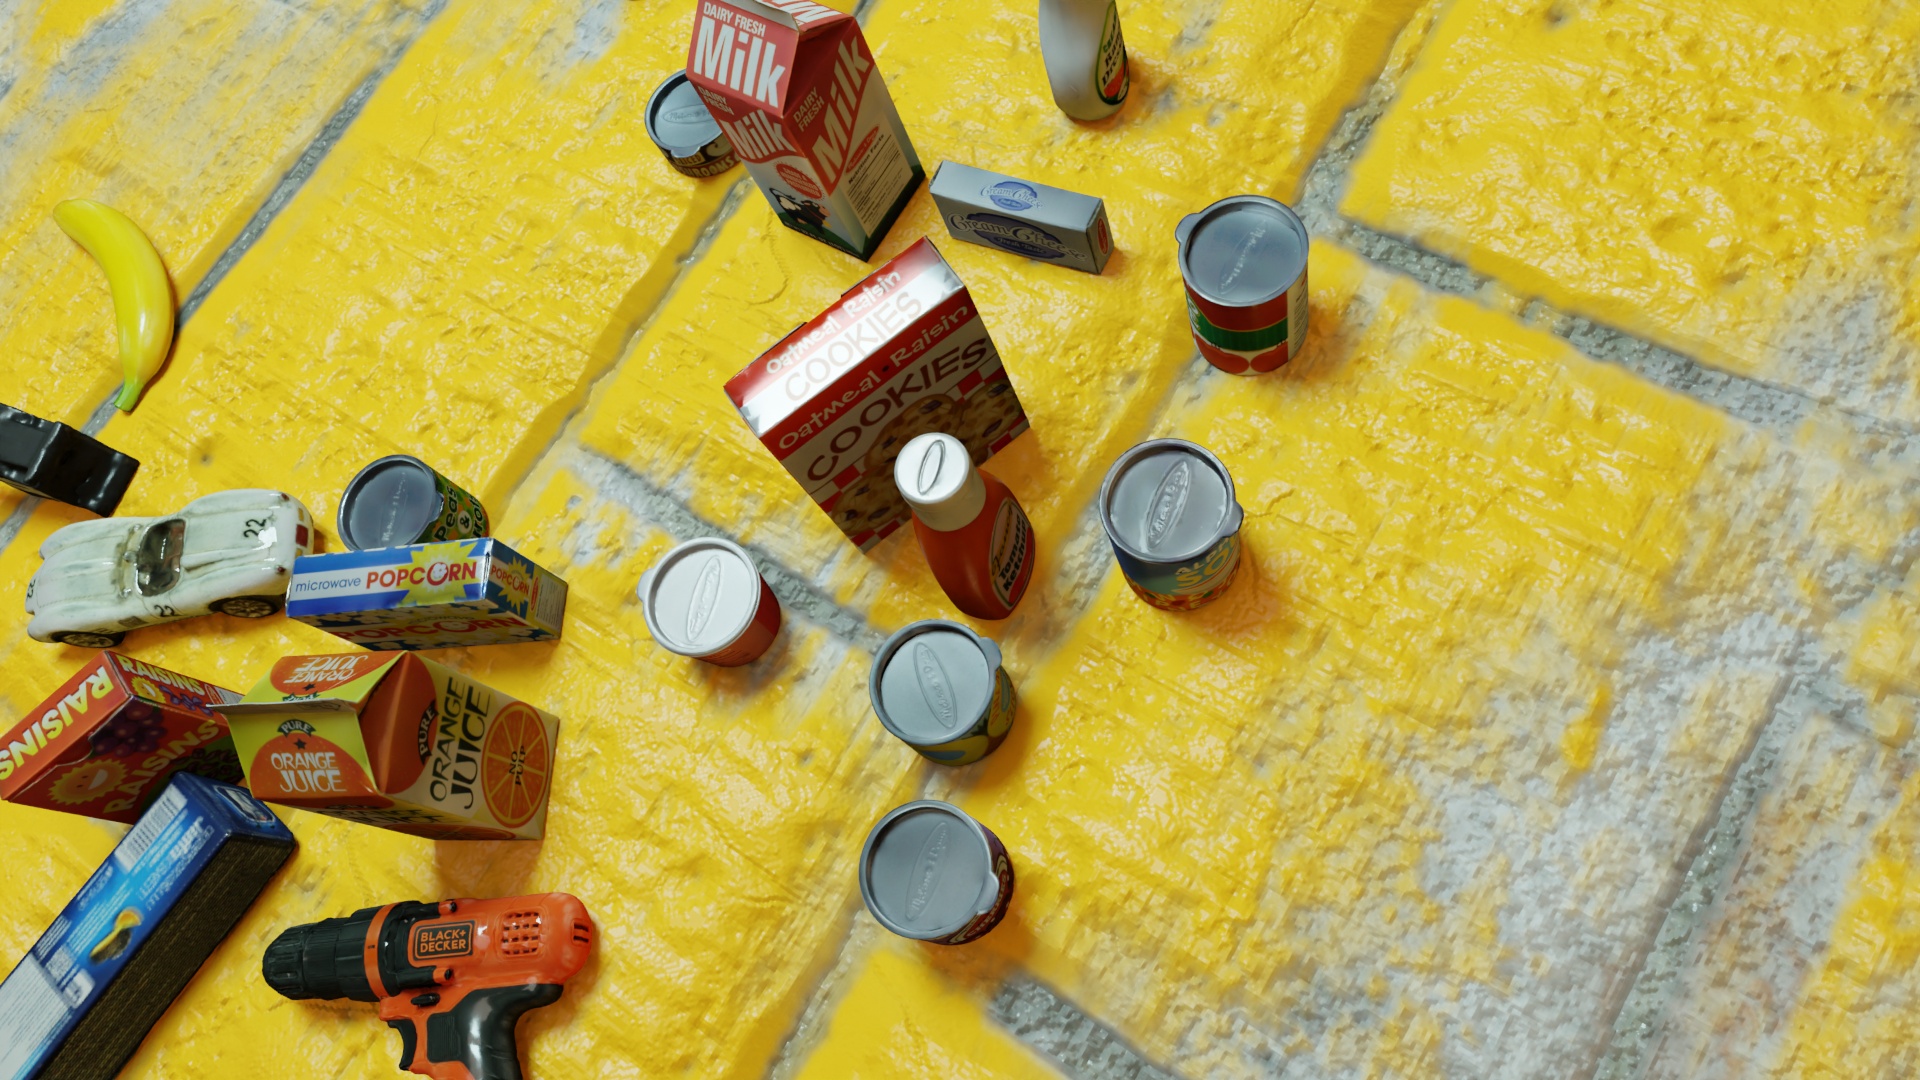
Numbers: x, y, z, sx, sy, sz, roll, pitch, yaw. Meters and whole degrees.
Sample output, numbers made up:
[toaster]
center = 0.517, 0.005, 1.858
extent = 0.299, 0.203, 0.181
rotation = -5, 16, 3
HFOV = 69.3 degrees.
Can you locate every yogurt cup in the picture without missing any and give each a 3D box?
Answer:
[yogurt cup]
center = -0.135, 0.038, 0.774
extent = 0.072, 0.054, 0.072
rotation = -5, 69, 12

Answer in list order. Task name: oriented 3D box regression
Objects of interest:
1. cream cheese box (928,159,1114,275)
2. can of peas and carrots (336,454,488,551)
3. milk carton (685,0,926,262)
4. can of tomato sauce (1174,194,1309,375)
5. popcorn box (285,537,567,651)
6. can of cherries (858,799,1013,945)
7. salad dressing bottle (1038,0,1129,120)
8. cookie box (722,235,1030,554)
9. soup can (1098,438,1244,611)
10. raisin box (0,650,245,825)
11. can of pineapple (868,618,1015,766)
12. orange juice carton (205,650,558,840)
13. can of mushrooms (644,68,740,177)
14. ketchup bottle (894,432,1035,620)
[cream cheese box]
center = 0.036, -0.190, 0.818
extent = 0.104, 0.053, 0.024
rotation = 19, 76, 20
[can of peas and carrots]
center = -0.327, -0.011, 0.838
extent = 0.071, 0.058, 0.071
rotation = -5, 69, 12
[milk carton]
center = -0.090, -0.248, 0.797
extent = 0.072, 0.190, 0.073
rotation = 29, 79, 22
[can of tomato sauce]
center = 0.153, -0.136, 0.752
extent = 0.071, 0.083, 0.071
rotation = -5, 69, 13
[popcorn box]
center = -0.306, 0.033, 0.801
extent = 0.127, 0.085, 0.038
rotation = -5, 69, 12
[can of cherries]
center = -0.009, 0.168, 0.691
extent = 0.071, 0.058, 0.072
rotation = -5, 69, 12
[salad dressing bottle]
center = 0.067, -0.305, 0.802
extent = 0.044, 0.147, 0.064
rotation = 13, 74, 18
[cookie box]
center = -0.037, -0.070, 0.729
extent = 0.123, 0.167, 0.040
rotation = -37, 66, -1
[soup can]
center = 0.112, -0.005, 0.712
extent = 0.071, 0.083, 0.071
rotation = -5, 69, 13
[raisin box]
center = -0.464, 0.118, 0.788
extent = 0.086, 0.123, 0.040
rotation = -41, 66, -3
[can of pineapple]
center = -0.006, 0.080, 0.724
extent = 0.071, 0.057, 0.071
rotation = -5, 69, 12
[orange juice carton]
center = -0.288, 0.105, 0.711
extent = 0.072, 0.192, 0.073
rotation = -3, 70, 13
[can of mushrooms]
center = -0.171, -0.273, 0.912
extent = 0.071, 0.033, 0.071
rotation = -5, 69, 12
[ketchup bottle]
center = 0.003, -0.009, 0.705
extent = 0.043, 0.148, 0.065
rotation = 11, 73, 18
